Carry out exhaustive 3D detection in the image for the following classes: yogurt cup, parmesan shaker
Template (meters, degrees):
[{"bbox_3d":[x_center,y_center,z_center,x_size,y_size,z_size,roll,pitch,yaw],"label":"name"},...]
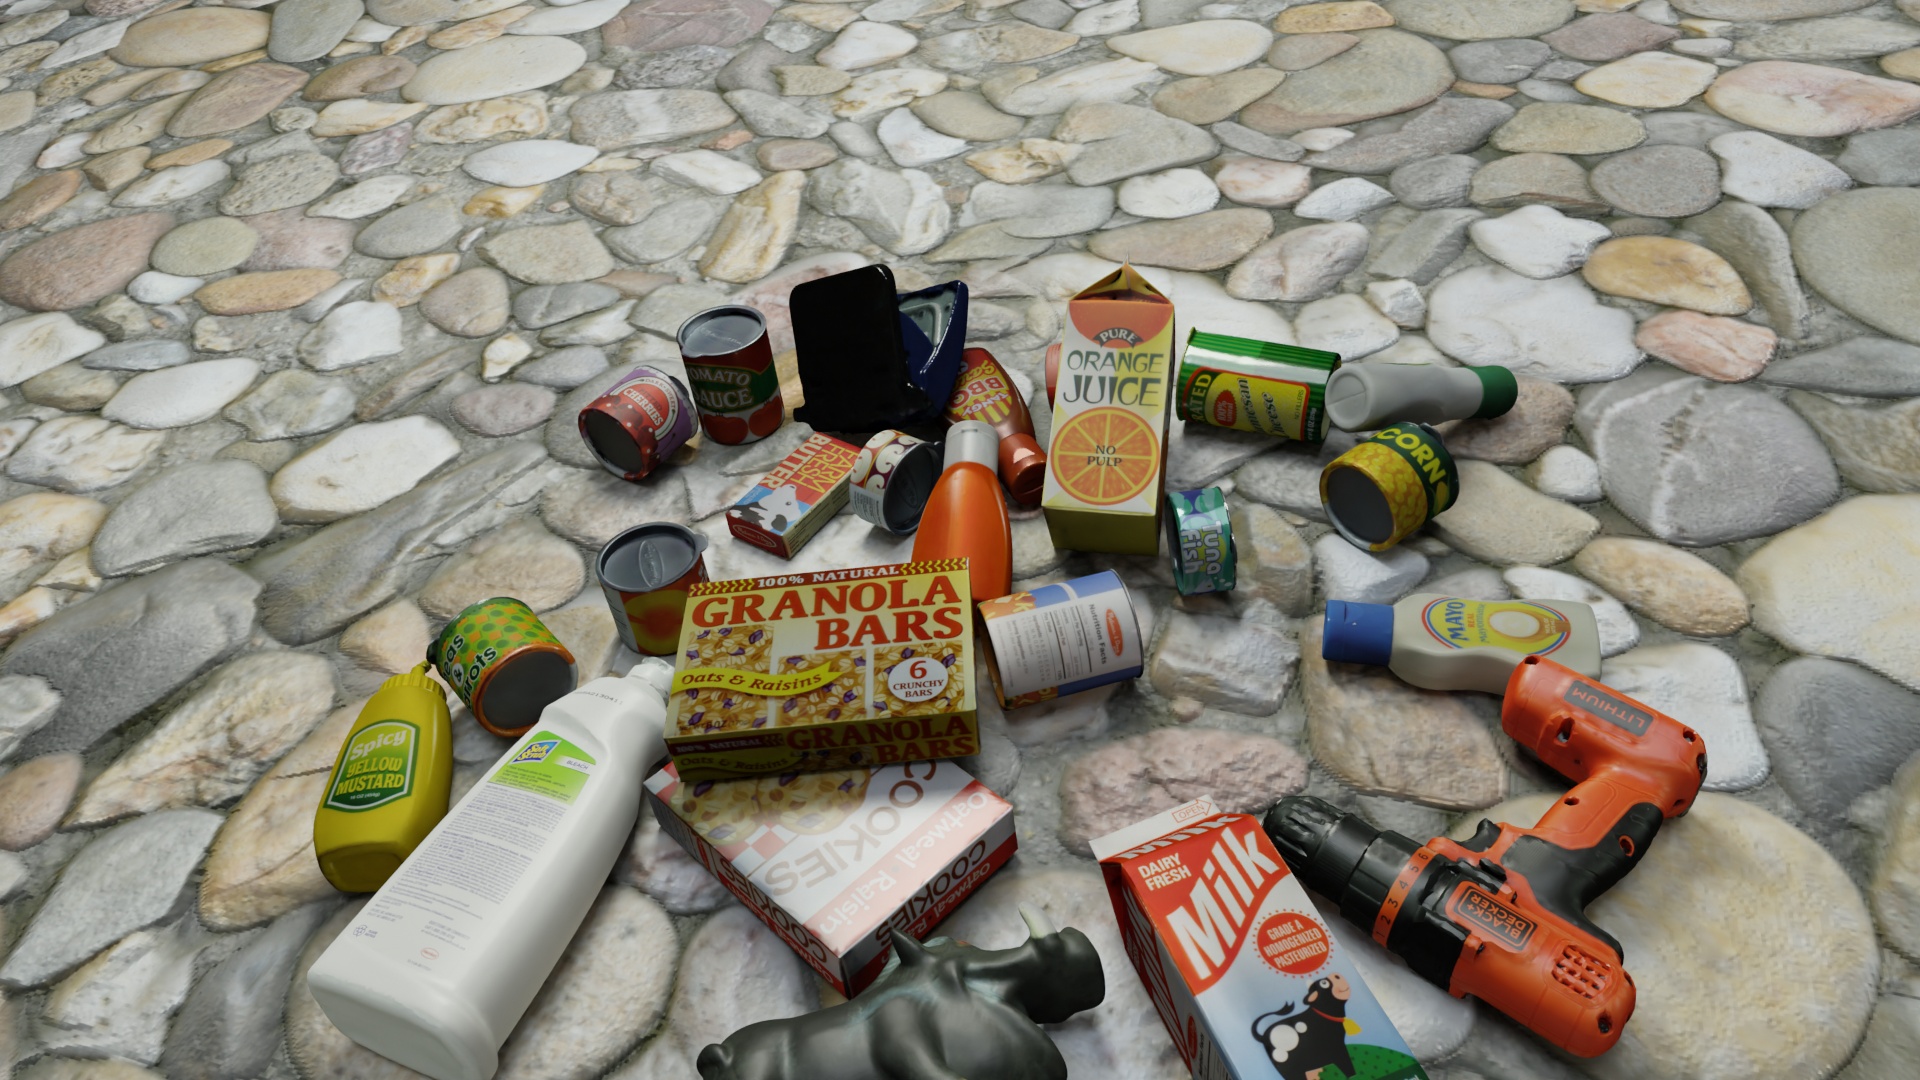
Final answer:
[{"bbox_3d":[0.093,-0.118,1.012,0.054,0.072,0.073,-4,41,16],"label":"yogurt cup"},{"bbox_3d":[0.211,-0.111,0.981,0.103,0.071,0.072,12,45,20],"label":"parmesan shaker"}]

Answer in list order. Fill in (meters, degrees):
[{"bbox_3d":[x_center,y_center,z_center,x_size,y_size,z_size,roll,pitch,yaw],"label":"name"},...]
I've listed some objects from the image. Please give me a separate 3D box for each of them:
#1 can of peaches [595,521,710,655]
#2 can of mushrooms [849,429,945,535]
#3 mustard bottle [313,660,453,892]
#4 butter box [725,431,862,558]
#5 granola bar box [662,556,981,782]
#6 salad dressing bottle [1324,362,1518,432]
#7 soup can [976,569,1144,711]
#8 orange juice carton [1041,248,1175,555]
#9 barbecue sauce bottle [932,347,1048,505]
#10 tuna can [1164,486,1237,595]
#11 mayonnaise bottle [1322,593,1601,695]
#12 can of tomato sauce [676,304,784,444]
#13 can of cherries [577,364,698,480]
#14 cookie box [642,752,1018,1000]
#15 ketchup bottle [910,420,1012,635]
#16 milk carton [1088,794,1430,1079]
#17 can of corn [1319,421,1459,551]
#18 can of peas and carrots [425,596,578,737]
[{"bbox_3d":[-0.190,0.030,0.886,0.071,0.057,0.071,-4,41,3],"label":"can of peaches"},{"bbox_3d":[-0.042,-0.041,0.939,0.033,0.070,0.071,21,49,30],"label":"can of mushrooms"},{"bbox_3d":[-0.326,0.125,0.803,0.065,0.048,0.161,-8,41,-3],"label":"mustard bottle"},{"bbox_3d":[-0.111,-0.033,0.972,0.053,0.024,0.104,21,48,27],"label":"butter box"},{"bbox_3d":[-0.074,0.070,0.779,0.166,0.038,0.125,-6,40,2],"label":"granola bar box"},{"bbox_3d":[0.316,-0.099,0.945,0.148,0.064,0.044,-6,81,-30],"label":"salad dressing bottle"},{"bbox_3d":[0.057,0.059,0.817,0.084,0.071,0.071,-13,42,-7],"label":"soup can"},{"bbox_3d":[0.103,-0.093,0.919,0.073,0.071,0.193,4,68,11],"label":"orange juice carton"},{"bbox_3d":[0.023,-0.081,0.994,0.065,0.043,0.149,-25,44,-8],"label":"barbecue sauce bottle"},{"bbox_3d":[0.149,0.001,0.865,0.033,0.070,0.071,-8,41,1],"label":"tuna can"},{"bbox_3d":[0.286,0.059,0.801,0.148,0.041,0.065,5,44,12],"label":"mayonnaise bottle"},{"bbox_3d":[-0.171,-0.122,1.036,0.071,0.082,0.071,-4,41,4],"label":"can of tomato sauce"},{"bbox_3d":[-0.235,-0.087,1.015,0.071,0.071,0.059,21,48,28],"label":"can of cherries"},{"bbox_3d":[-0.070,0.149,0.749,0.123,0.040,0.168,-36,48,-30],"label":"cookie box"},{"bbox_3d":[0.003,-0.011,0.896,0.065,0.043,0.149,0,54,8],"label":"ketchup bottle"},{"bbox_3d":[0.129,0.199,0.640,0.072,0.073,0.191,-18,42,-12],"label":"milk carton"},{"bbox_3d":[0.274,-0.036,0.888,0.058,0.070,0.071,-30,46,-23],"label":"can of corn"},{"bbox_3d":[-0.275,0.076,0.837,0.071,0.070,0.059,-33,48,-26],"label":"can of peas and carrots"}]
